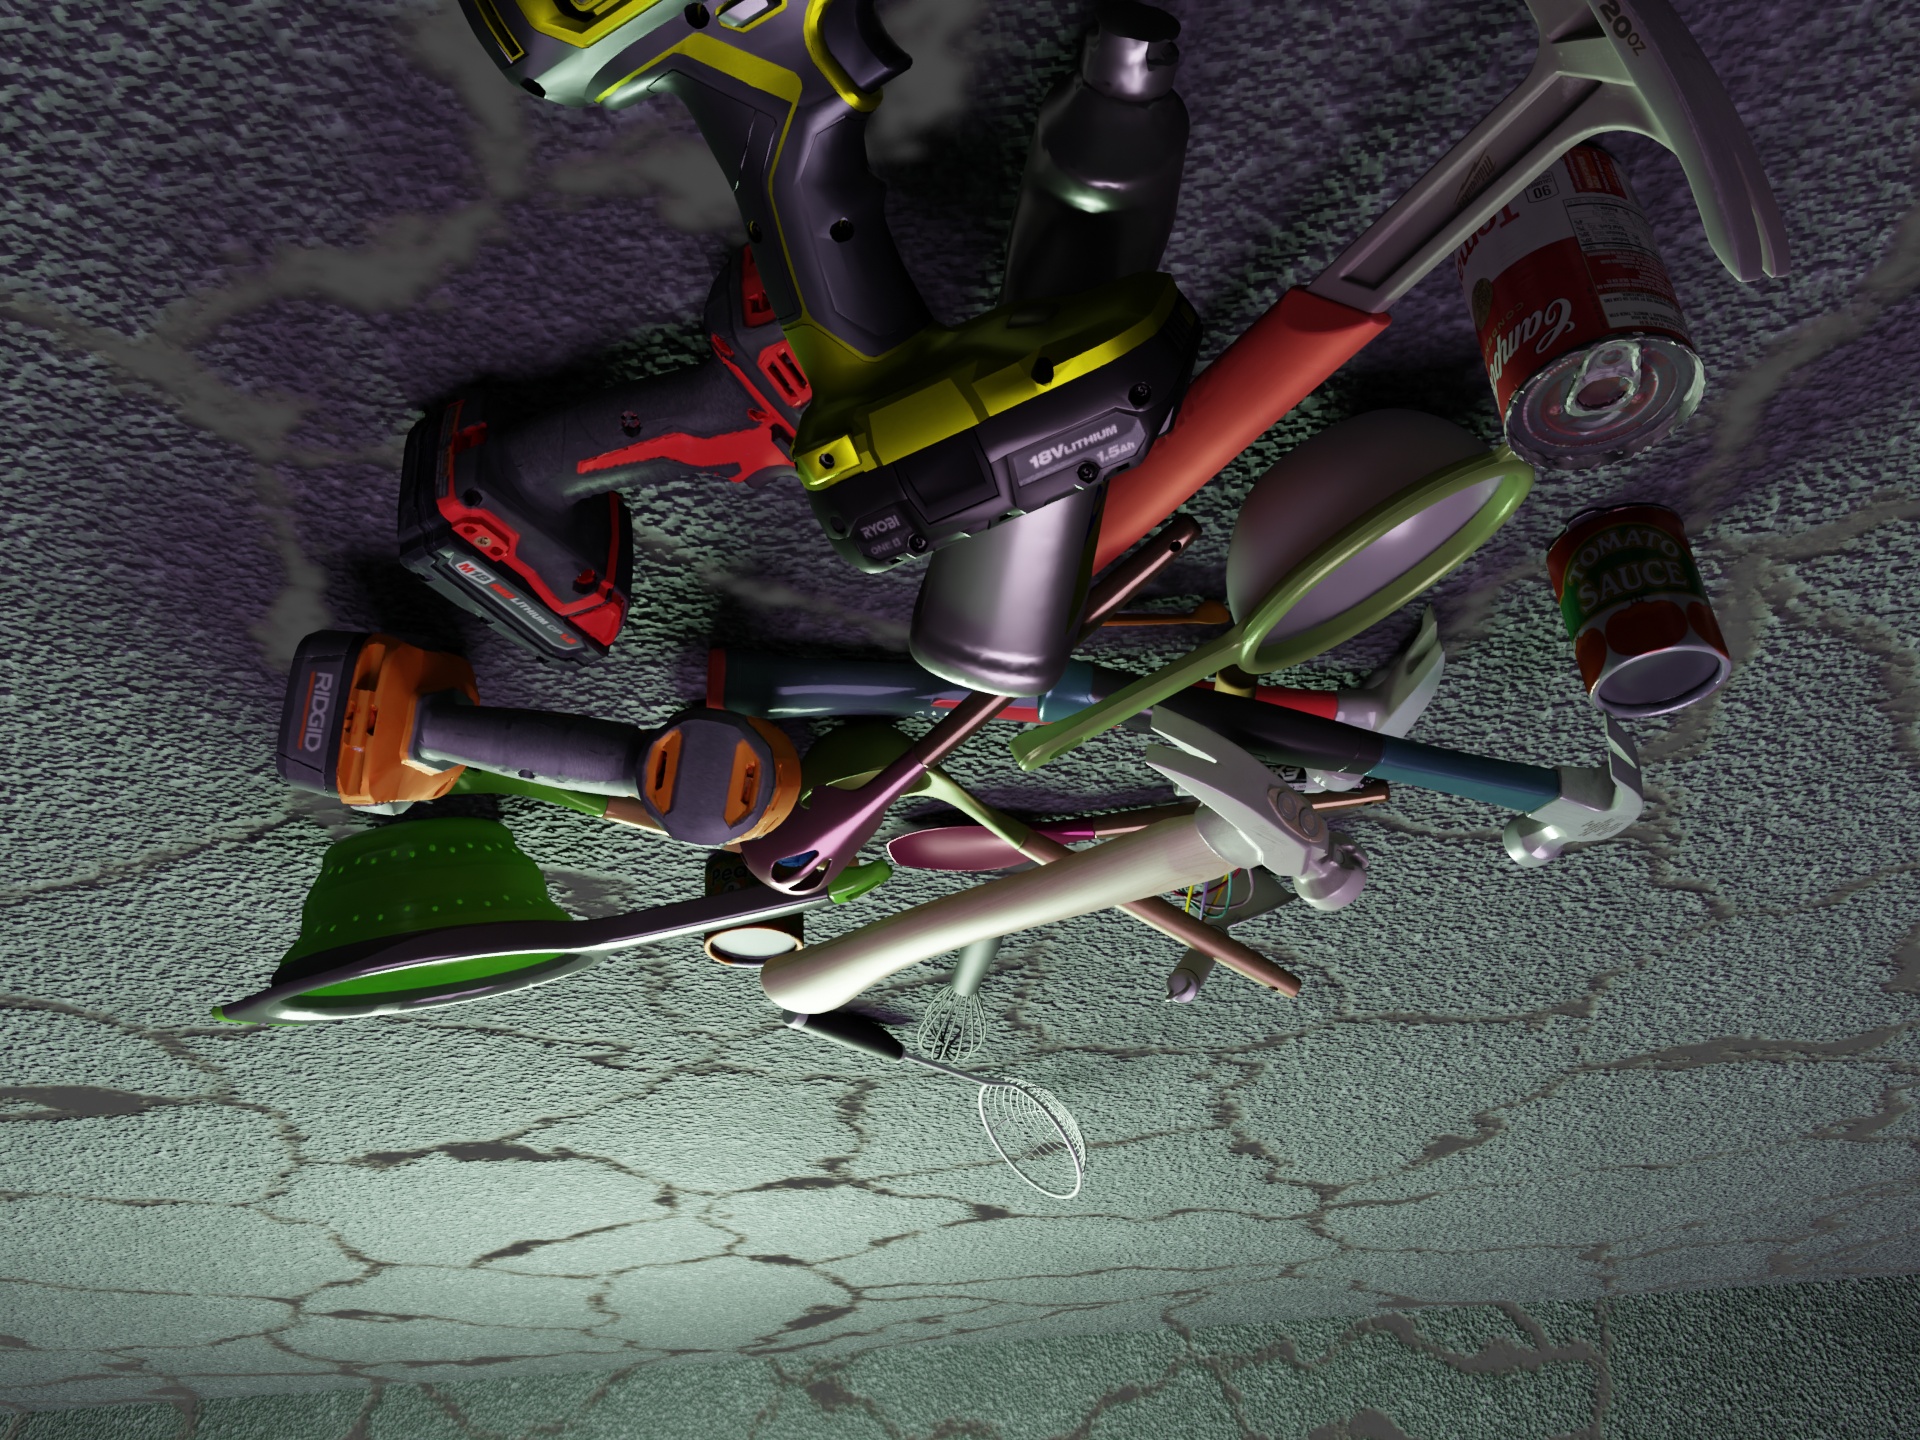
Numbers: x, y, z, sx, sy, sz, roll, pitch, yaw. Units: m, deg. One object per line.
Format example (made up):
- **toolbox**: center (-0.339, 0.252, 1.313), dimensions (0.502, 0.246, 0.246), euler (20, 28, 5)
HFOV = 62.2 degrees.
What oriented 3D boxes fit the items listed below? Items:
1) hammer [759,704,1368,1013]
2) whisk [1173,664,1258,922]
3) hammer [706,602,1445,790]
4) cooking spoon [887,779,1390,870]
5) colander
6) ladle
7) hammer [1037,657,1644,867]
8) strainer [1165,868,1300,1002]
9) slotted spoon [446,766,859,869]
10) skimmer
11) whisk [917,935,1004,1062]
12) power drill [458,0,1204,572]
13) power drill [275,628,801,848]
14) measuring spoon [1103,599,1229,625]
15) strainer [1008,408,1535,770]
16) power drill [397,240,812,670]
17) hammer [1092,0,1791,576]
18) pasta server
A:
- **hammer**: center (0.012, 0.100, 0.879), dimensions (0.146, 0.038, 0.410), euler (35, 140, -29)
- **whisk**: center (0.145, 0.045, 0.893), dimensions (0.047, 0.051, 0.244), euler (-21, 144, -13)
- **hammer**: center (0.060, -0.020, 0.849), dimensions (0.386, 0.038, 0.143), euler (3, 147, -11)
- **cooking spoon**: center (0.111, 0.065, 1.013), dimensions (0.319, 0.017, 0.068), euler (-7, 150, 8)
- **colander**: center (-0.241, 0.097, 0.949), dimensions (0.397, 0.094, 0.204), euler (-12, 166, 4)
- **ladle**: center (0.054, 0.091, 0.912), dimensions (0.320, 0.062, 0.078), euler (29, 155, -7)
- **hammer**: center (0.190, 0.015, 0.791), dimensions (0.331, 0.033, 0.128), euler (12, 154, -15)
- **strainer**: center (0.166, 0.135, 1.026), dimensions (0.087, 0.050, 0.258), euler (-23, -179, 22)
- **slotted spoon**: center (-0.194, 0.057, 0.962), dimensions (0.313, 0.031, 0.070), euler (17, 151, -34)
- **skimmer**: center (-0.023, 0.327, 1.364), dimensions (0.363, 0.090, 0.127), euler (30, 167, -39)
- **whisk**: center (0.007, 0.198, 1.198), dimensions (0.055, 0.055, 0.238), euler (2, 144, -10)
- **power drill**: center (-0.018, -0.176, 0.471), dimensions (0.190, 0.080, 0.228), euler (-19, 112, 25)
- **power drill**: center (-0.190, 0.014, 0.778), dimensions (0.226, 0.084, 0.164), euler (9, 178, 3)
- **measuring spoon**: center (0.080, -0.056, 0.814), dimensions (0.117, 0.021, 0.011), euler (0, 106, -3)
- **strainer**: center (0.124, -0.064, 0.699), dimensions (0.256, 0.069, 0.151), euler (-28, 164, -5)
- **power drill**: center (-0.109, -0.105, 0.659), dimensions (0.219, 0.079, 0.143), euler (-20, 146, 21)
- **hammer**: center (0.125, -0.129, 0.605), dimensions (0.036, 0.149, 0.359), euler (-16, 166, -35)
- **pasta server**: center (-0.001, -0.003, 0.812), dimensions (0.060, 0.040, 0.316), euler (36, 116, -29)
